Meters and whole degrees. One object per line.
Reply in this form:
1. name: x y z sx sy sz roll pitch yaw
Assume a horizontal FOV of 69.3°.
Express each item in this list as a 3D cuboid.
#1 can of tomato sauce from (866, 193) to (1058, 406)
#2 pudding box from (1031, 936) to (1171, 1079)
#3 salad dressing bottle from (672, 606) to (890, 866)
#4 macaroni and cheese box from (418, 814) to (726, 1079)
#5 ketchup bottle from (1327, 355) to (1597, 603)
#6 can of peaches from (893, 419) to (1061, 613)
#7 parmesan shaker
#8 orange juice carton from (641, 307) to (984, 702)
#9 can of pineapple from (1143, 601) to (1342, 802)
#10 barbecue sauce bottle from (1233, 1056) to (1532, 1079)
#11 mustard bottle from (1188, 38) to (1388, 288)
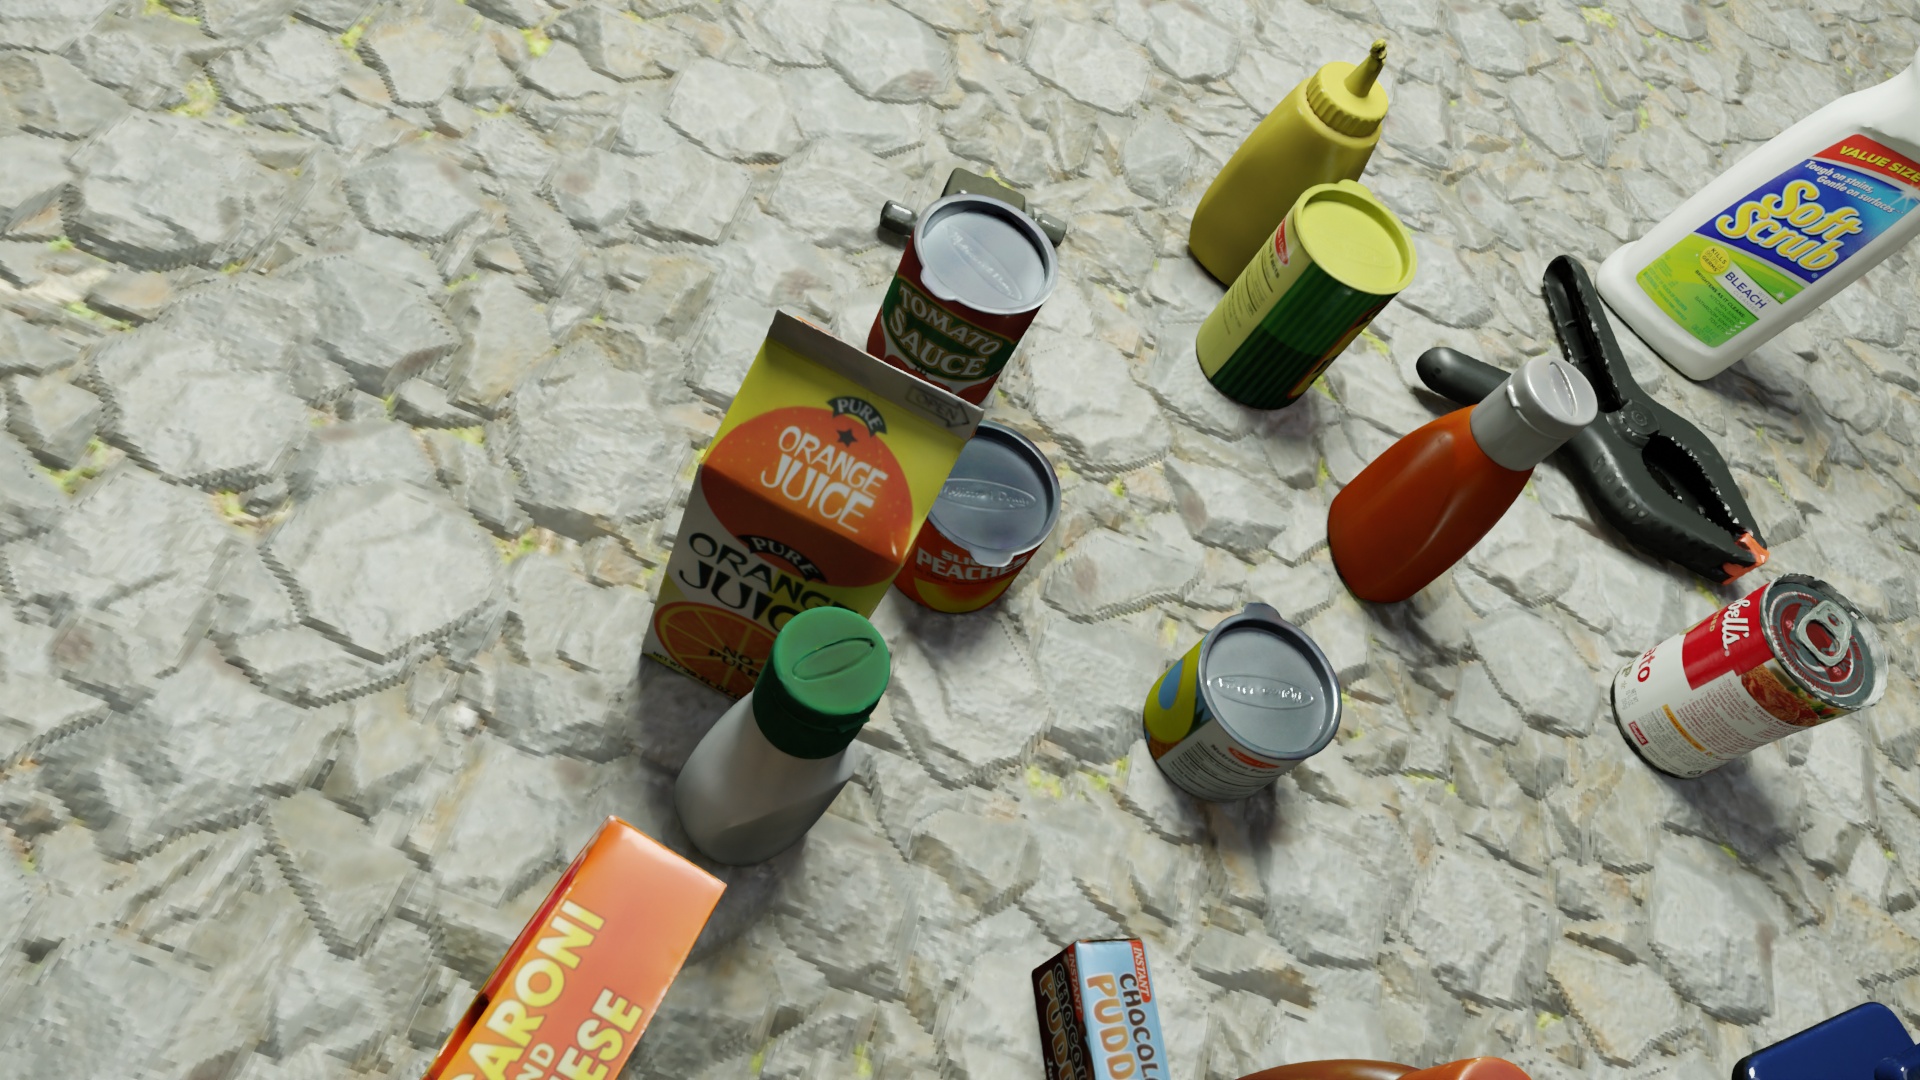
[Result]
1. can of tomato sauce: -0.002 -0.105 0.635 0.071 0.082 0.071 9 59 -16
2. pudding box: 0.053 0.192 0.506 0.030 0.049 0.084 3 61 -20
3. salad dressing bottle: -0.060 0.069 0.473 0.064 0.147 0.044 -19 70 -29
4. macaroni and cheese box: -0.126 0.159 0.385 0.040 0.165 0.124 31 56 -2
5. ketchup bottle: 0.227 -0.029 0.640 0.043 0.148 0.065 4 61 -19
6. can of peaches: 0.002 -0.007 0.596 0.071 0.057 0.071 9 59 -16
7. parmesan shaker: 0.172 -0.122 0.699 0.071 0.102 0.071 9 59 -16
8. orange juice carton: -0.054 -0.009 0.494 0.072 0.191 0.073 28 56 -4
9. can of pineapple: 0.120 0.071 0.596 0.071 0.057 0.071 9 59 -16
10. barbecue sauce bottle: 0.138 0.205 0.471 0.065 0.147 0.044 45 56 7
11. mustard bottle: 0.175 -0.193 0.707 0.065 0.159 0.049 43 56 6
